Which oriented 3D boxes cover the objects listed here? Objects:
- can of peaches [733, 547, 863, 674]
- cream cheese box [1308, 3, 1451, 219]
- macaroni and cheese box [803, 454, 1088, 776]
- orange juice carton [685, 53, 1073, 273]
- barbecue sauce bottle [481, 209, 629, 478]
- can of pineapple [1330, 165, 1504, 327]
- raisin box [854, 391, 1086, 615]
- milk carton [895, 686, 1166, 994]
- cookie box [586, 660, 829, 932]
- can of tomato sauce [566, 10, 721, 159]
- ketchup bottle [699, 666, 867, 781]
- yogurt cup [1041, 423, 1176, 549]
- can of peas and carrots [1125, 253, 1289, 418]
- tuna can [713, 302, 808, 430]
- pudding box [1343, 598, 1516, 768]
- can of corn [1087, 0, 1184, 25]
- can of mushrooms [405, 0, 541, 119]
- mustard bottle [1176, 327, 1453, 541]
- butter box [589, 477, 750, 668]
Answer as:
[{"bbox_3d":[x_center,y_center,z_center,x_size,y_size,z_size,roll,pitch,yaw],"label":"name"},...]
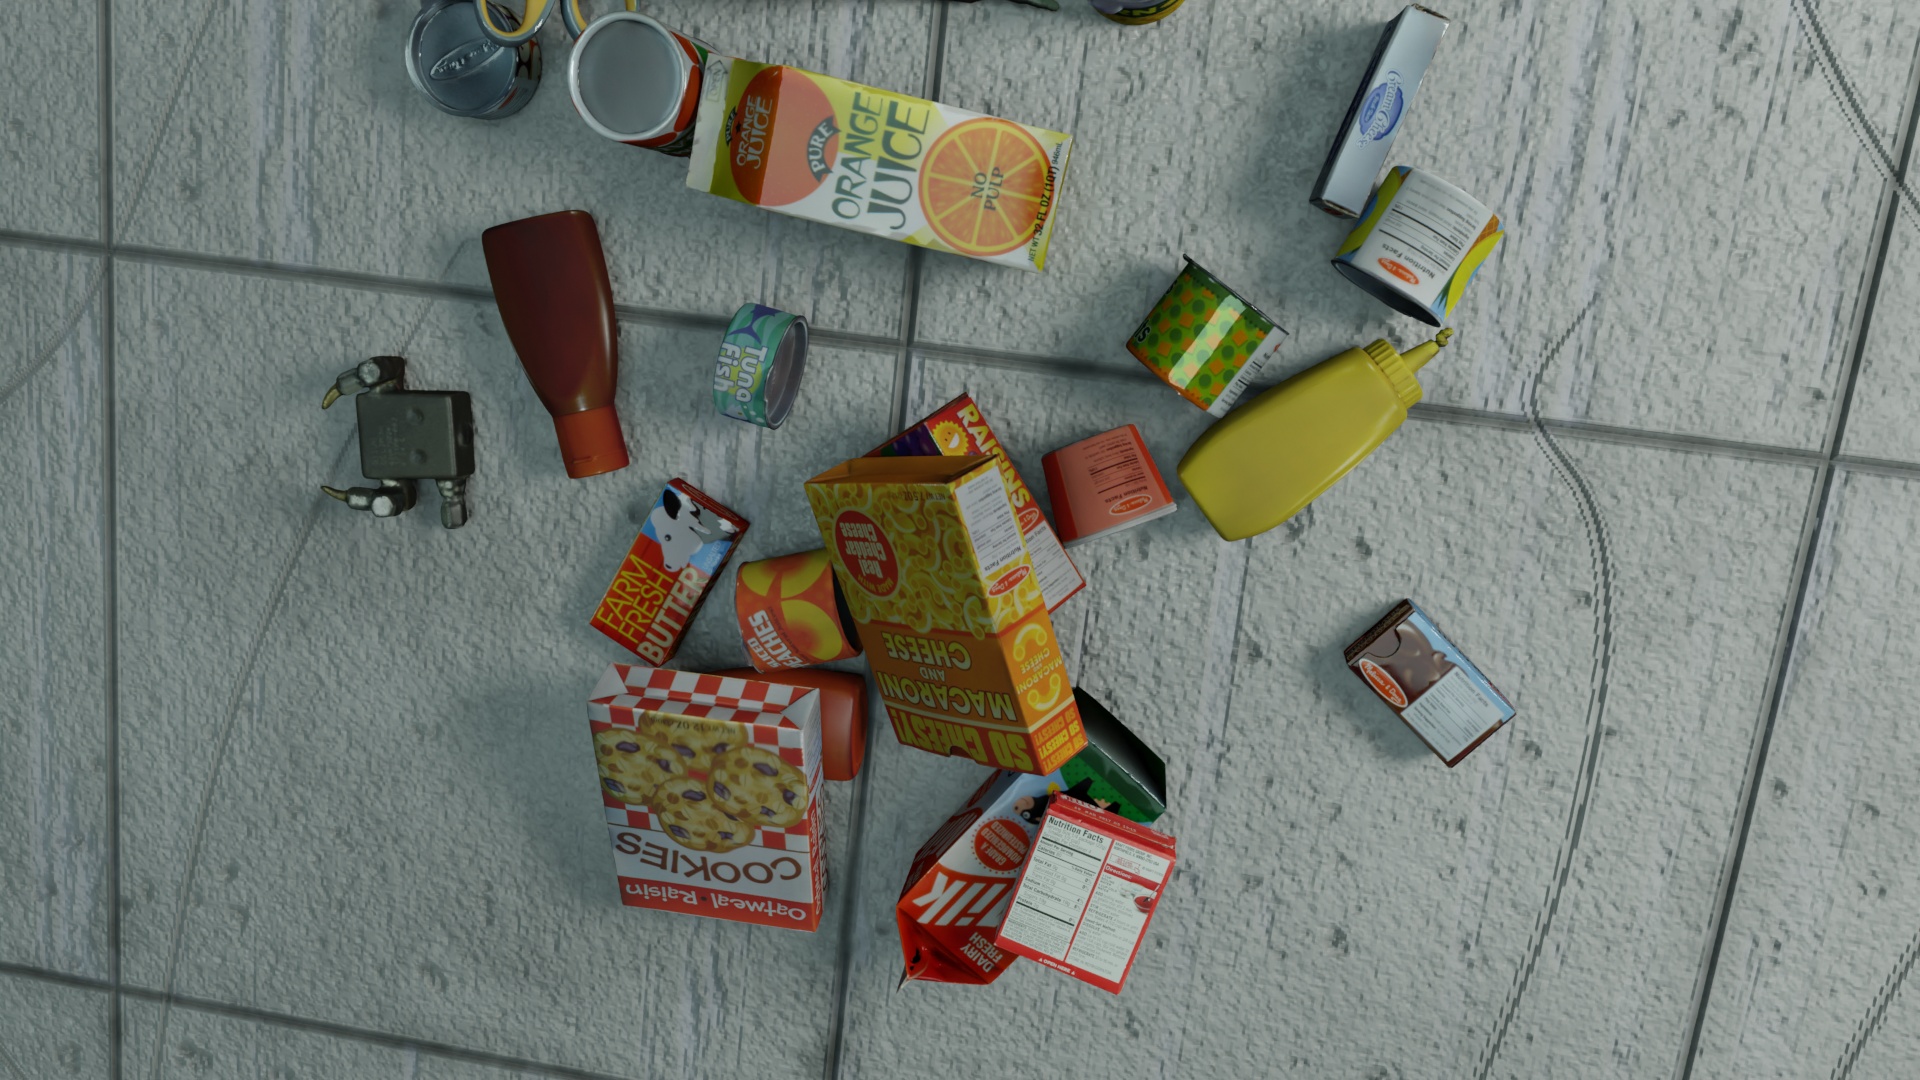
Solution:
[{"bbox_3d":[-0.091,0.041,0.795,0.058,0.071,0.071,-11,99,9],"label":"can of peaches"},{"bbox_3d":[0.212,-0.218,0.712,0.024,0.053,0.103,23,103,1],"label":"cream cheese box"},{"bbox_3d":[-0.009,0.038,0.741,0.123,0.040,0.166,2,116,49],"label":"macaroni and cheese box"},{"bbox_3d":[-0.044,-0.197,0.727,0.193,0.073,0.071,12,103,-4],"label":"orange juice carton"},{"bbox_3d":[-0.226,-0.111,0.800,0.065,0.044,0.148,-10,100,10],"label":"barbecue sauce bottle"},{"bbox_3d":[0.235,-0.151,0.716,0.071,0.071,0.057,32,100,1],"label":"can of pineapple"},{"bbox_3d":[0.003,-0.010,0.766,0.123,0.040,0.086,58,145,-5],"label":"raisin box"},{"bbox_3d":[0.029,0.183,0.804,0.073,0.072,0.190,42,103,-2],"label":"milk carton"},{"bbox_3d":[-0.142,0.152,0.808,0.123,0.040,0.166,6,125,7],"label":"cookie box"},{"bbox_3d":[-0.164,-0.241,0.746,0.071,0.083,0.071,1,101,8],"label":"can of tomato sauce"},{"bbox_3d":[-0.132,0.104,0.826,0.149,0.044,0.064,5,109,7],"label":"ketchup bottle"},{"bbox_3d":[0.078,-0.030,0.762,0.072,0.072,0.054,-20,89,11],"label":"yogurt cup"},{"bbox_3d":[0.129,-0.108,0.739,0.071,0.071,0.058,37,104,0],"label":"can of peas and carrots"},{"bbox_3d":[-0.111,-0.097,0.772,0.033,0.071,0.071,16,103,6],"label":"tuna can"},{"bbox_3d":[0.261,0.079,0.773,0.083,0.030,0.049,45,104,-2],"label":"pudding box"},{"bbox_3d":[0.089,-0.300,0.712,0.071,0.058,0.071,1,101,8],"label":"can of corn"},{"bbox_3d":[-0.274,-0.274,0.781,0.071,0.033,0.071,2,101,8],"label":"can of mushrooms"},{"bbox_3d":[0.195,-0.063,0.746,0.160,0.049,0.065,-34,95,12],"label":"mustard bottle"},{"bbox_3d":[-0.174,0.019,0.827,0.053,0.024,0.103,32,103,2],"label":"butter box"}]
